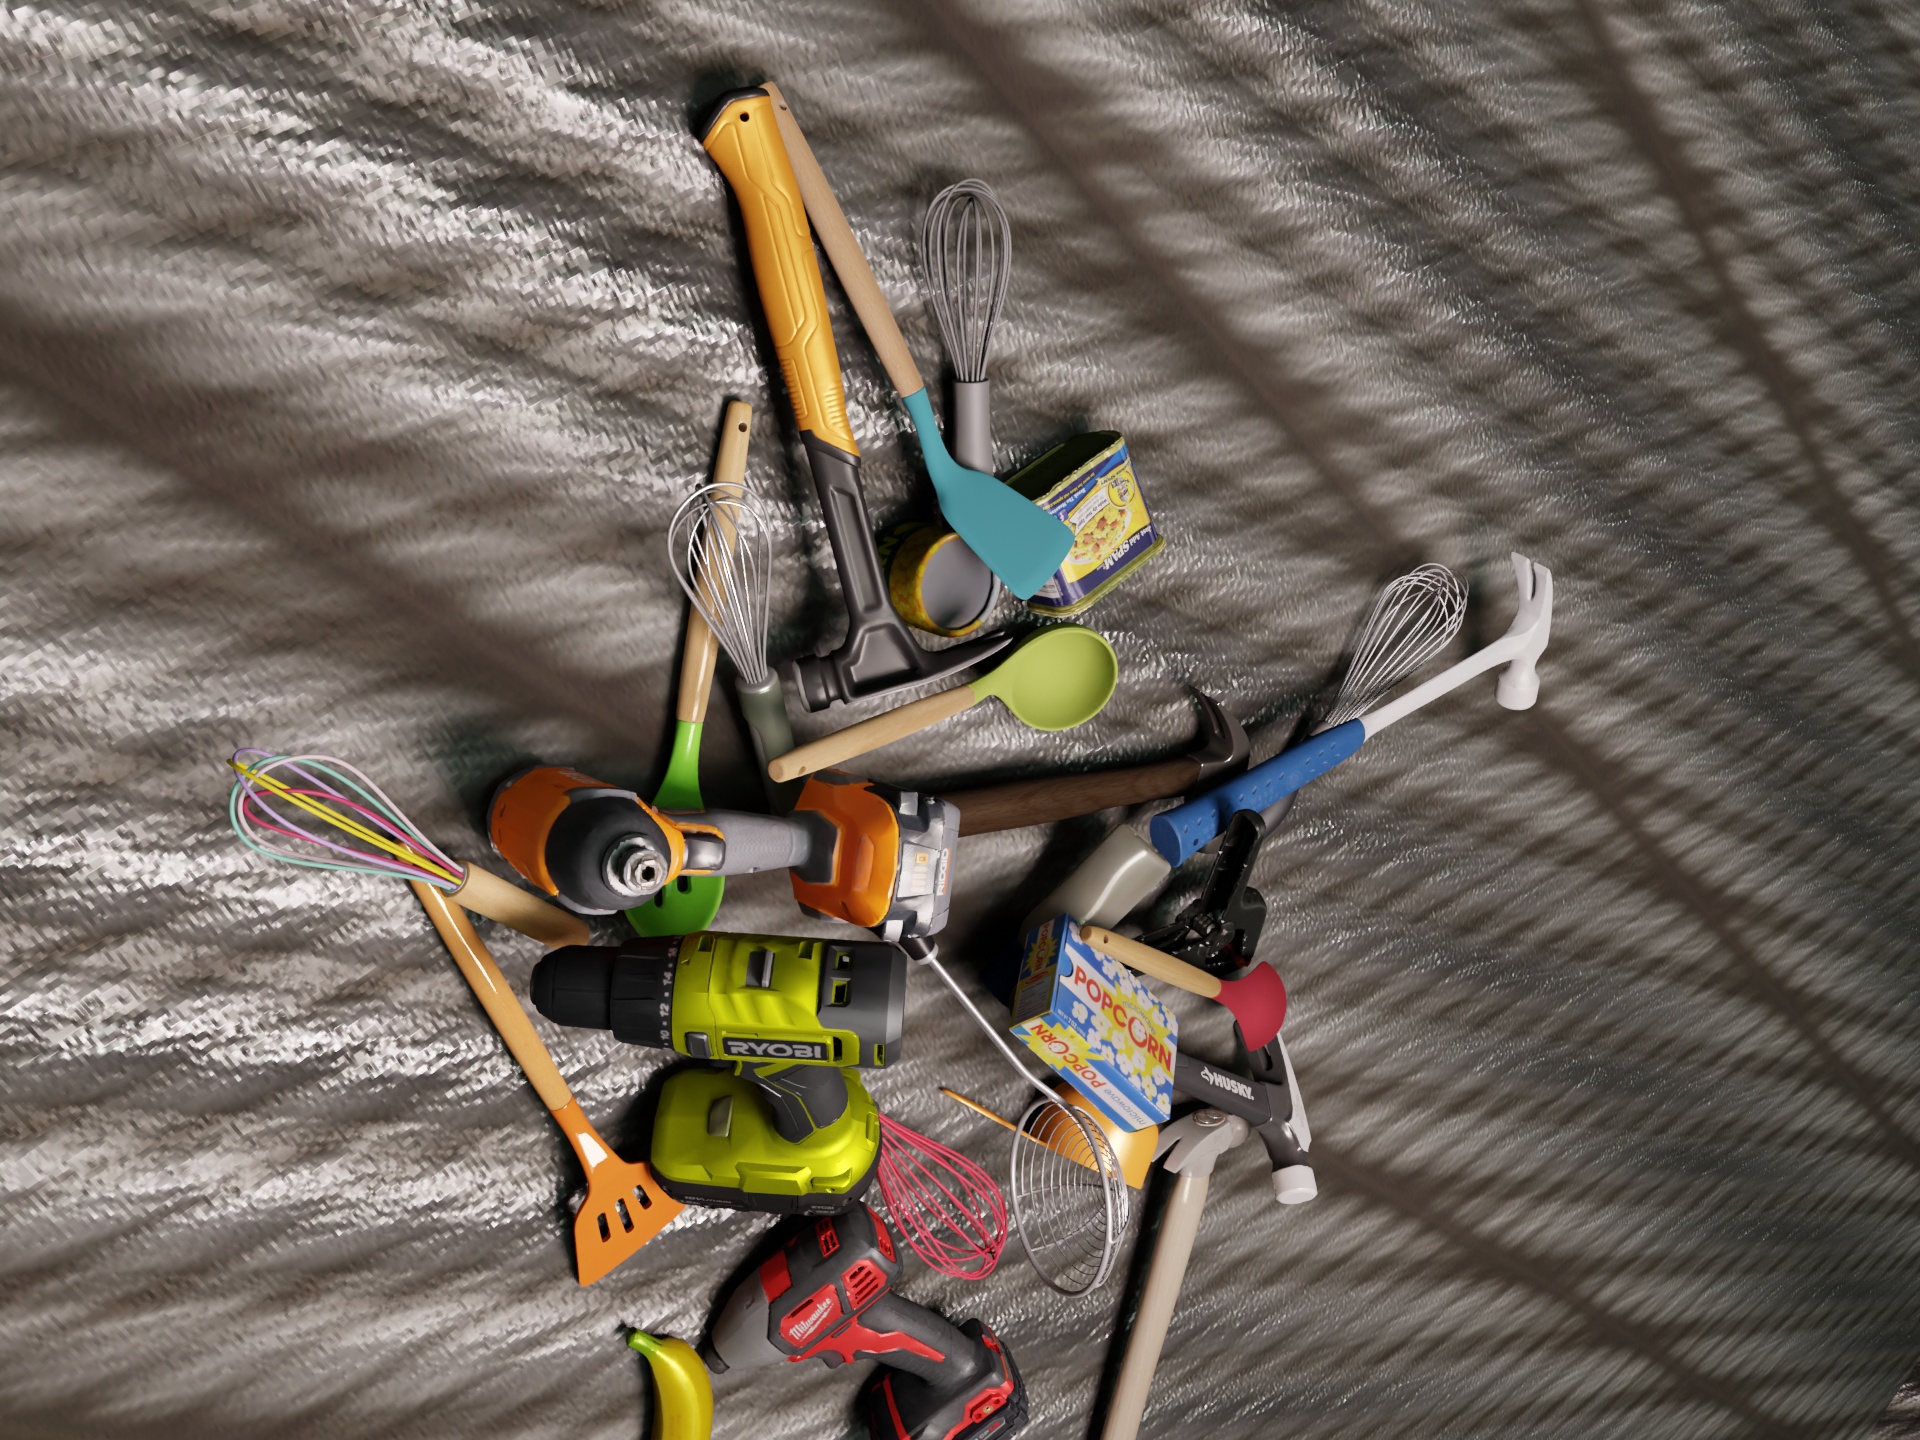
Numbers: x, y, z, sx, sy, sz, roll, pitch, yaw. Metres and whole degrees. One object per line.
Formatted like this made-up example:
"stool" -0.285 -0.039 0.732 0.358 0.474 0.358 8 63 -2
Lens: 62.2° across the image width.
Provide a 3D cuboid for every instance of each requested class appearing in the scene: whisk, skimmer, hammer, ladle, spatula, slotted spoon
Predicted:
"whisk" -0.053 0.274 1.057 0.073 0.073 0.295 -45 119 -19
"skimmer" -0.007 0.214 1.021 0.090 0.127 0.363 -43 107 -22
"whisk" 0.306 -0.012 1.254 0.284 0.070 0.070 -51 128 -9
"hammer" 0.152 0.249 1.163 0.334 0.035 0.146 30 42 -40
"whisk" -0.117 -0.029 0.895 0.059 0.058 0.246 -27 134 -20
"hammer" 0.140 0.507 1.266 0.146 0.038 0.410 -1 107 -58
"ladle" -0.002 -0.003 0.951 0.320 0.062 0.078 -22 139 -55
"hammer" -0.070 -0.177 0.883 0.127 0.034 0.336 -16 105 -6
"hammer" 0.306 0.000 1.199 0.405 0.035 0.144 -26 133 -26
"ladle" 0.166 0.182 1.124 0.315 0.031 0.069 29 69 -51
"hammer" 0.079 0.049 1.086 0.331 0.031 0.130 -6 118 -39
"spatula" -0.030 -0.216 0.911 0.082 0.044 0.317 -51 121 -45
"slotted spoon" -0.149 -0.025 0.911 0.070 0.031 0.314 5 98 -39
"spatula" -0.243 0.196 0.905 0.081 0.041 0.322 -35 118 -26
"whisk" -0.271 0.075 0.807 0.244 0.047 0.051 43 45 -51
"whisk" 0.005 -0.205 0.967 0.055 0.055 0.238 -18 118 -33

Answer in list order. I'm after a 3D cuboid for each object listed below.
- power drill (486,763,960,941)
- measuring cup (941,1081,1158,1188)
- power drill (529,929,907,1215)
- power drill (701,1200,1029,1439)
"power drill" -0.116 0.069 0.837 0.226 0.164 0.084 6 93 -32
"measuring cup" 0.067 0.280 1.146 0.173 0.095 0.052 31 78 -21
"power drill" -0.127 0.191 0.880 0.190 0.080 0.228 3 141 0
"power drill" -0.063 0.427 1.068 0.143 0.079 0.219 -38 120 1
